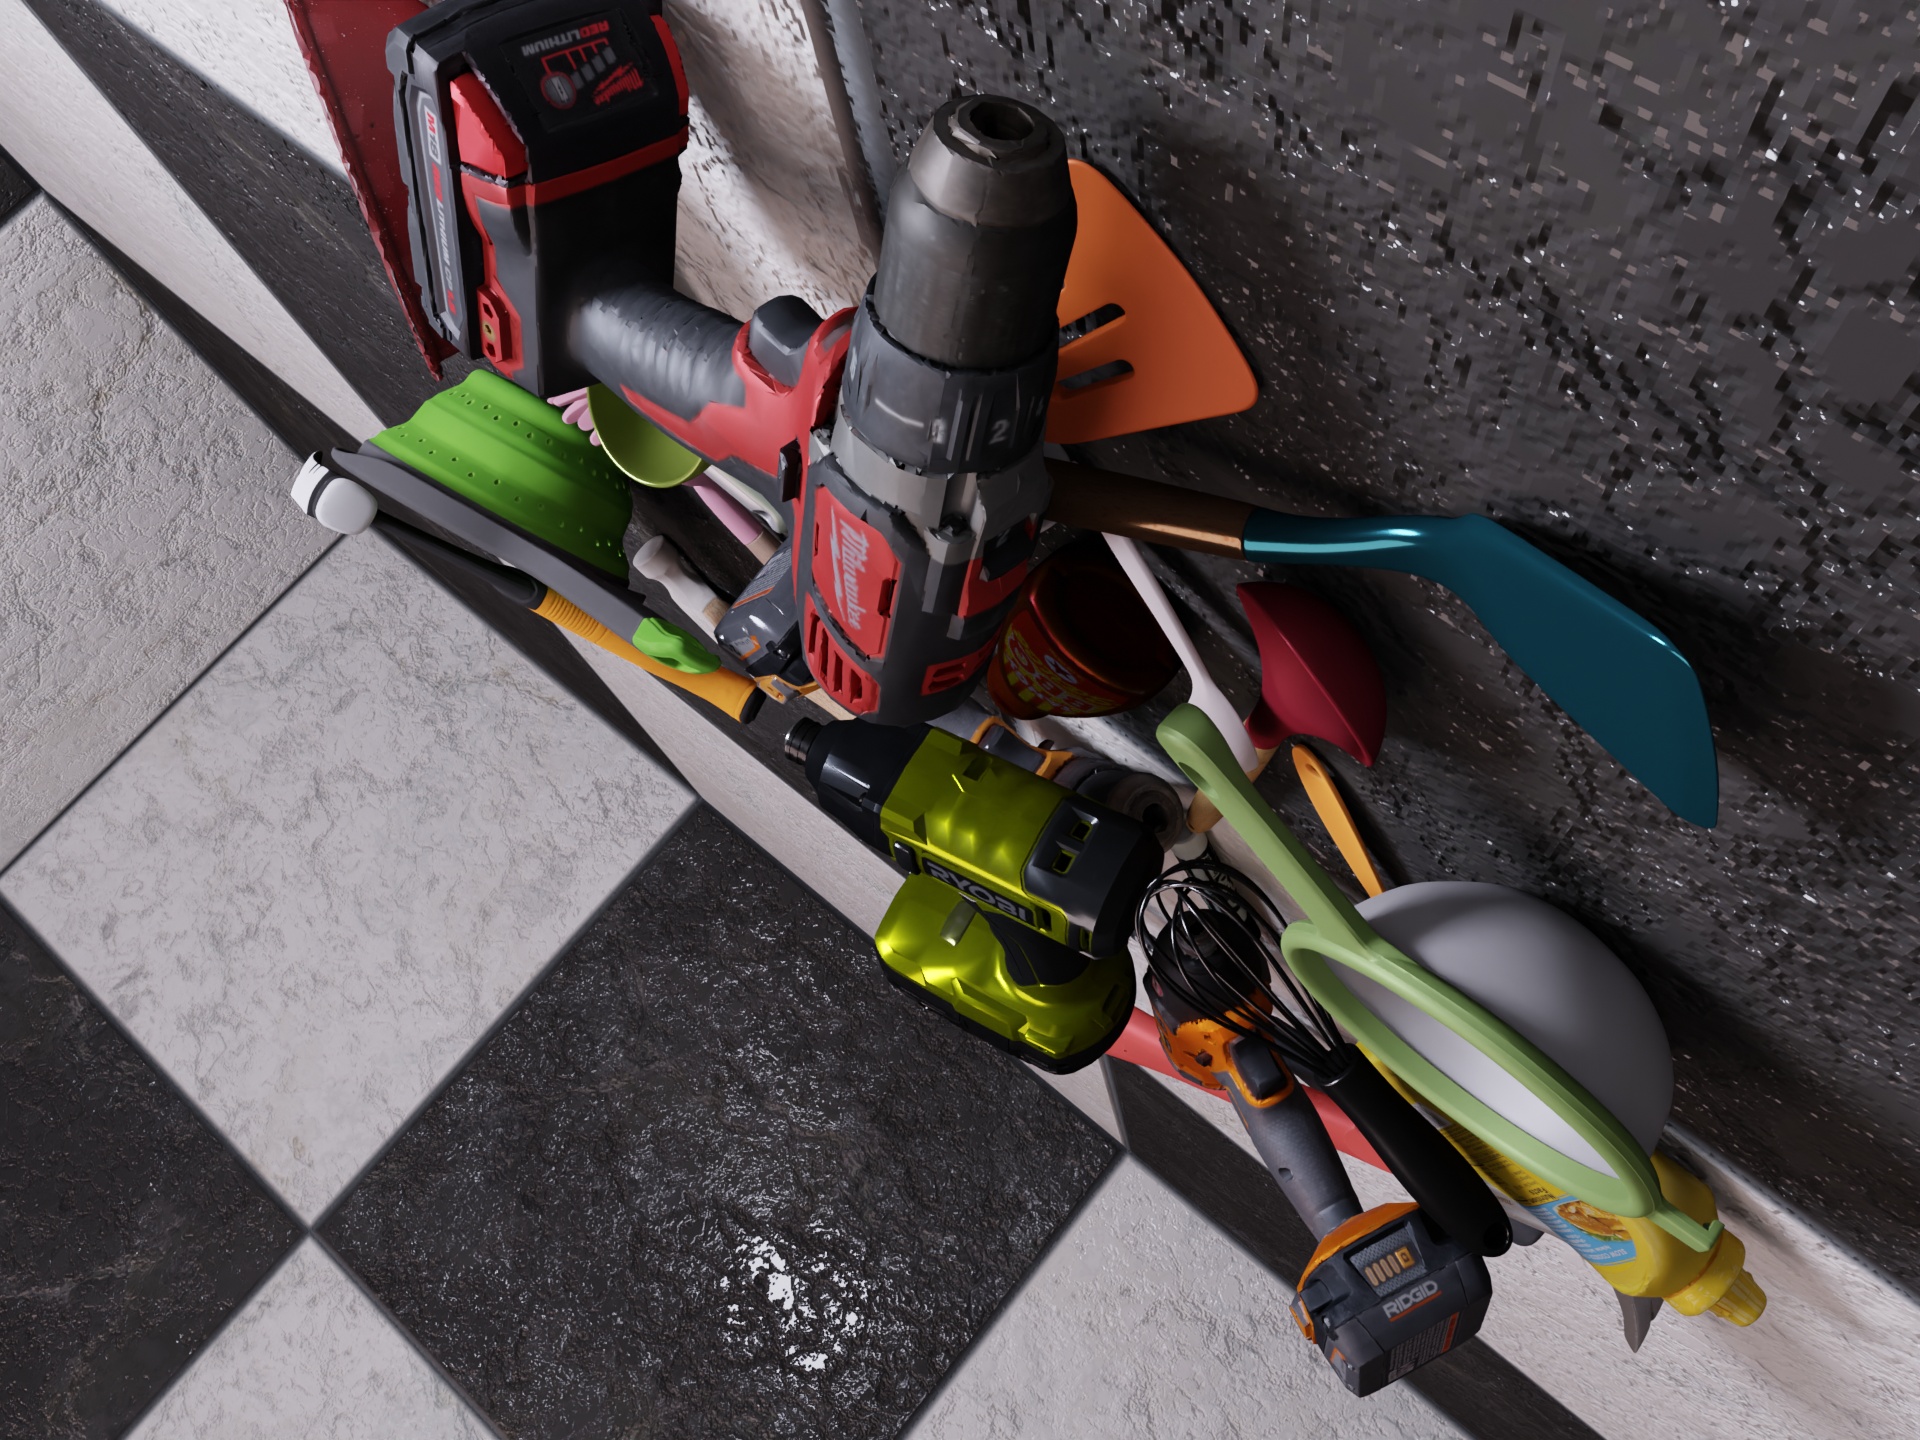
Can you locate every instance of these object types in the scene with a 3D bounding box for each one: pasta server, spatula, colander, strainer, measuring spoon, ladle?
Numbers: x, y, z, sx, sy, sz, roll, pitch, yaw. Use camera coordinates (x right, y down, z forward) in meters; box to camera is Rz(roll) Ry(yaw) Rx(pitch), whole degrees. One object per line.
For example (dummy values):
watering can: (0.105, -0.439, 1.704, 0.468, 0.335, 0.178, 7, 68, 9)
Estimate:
pasta server: (-0.105, -0.082, 0.913, 0.316, 0.040, 0.060, 46, 173, -26)
spatula: (0.055, -0.050, 0.449, 0.318, 0.044, 0.082, 19, 161, 36)
colander: (-0.225, -0.125, 0.924, 0.204, 0.094, 0.397, 29, -179, -41)
spatula: (-0.016, -0.121, 0.539, 0.081, 0.041, 0.323, 46, 171, -22)
strainer: (0.160, 0.066, 0.540, 0.256, 0.069, 0.152, 47, 170, -25)
measuring spoon: (0.065, -0.032, 0.545, 0.124, 0.018, 0.034, 58, 176, -10)
ladle: (0.111, 0.012, 0.604, 0.069, 0.031, 0.315, 56, 173, 12)
measuring spoon: (0.157, 0.046, 0.630, 0.021, 0.011, 0.116, 34, 164, 53)
ladle: (-0.147, -0.195, 0.602, 0.078, 0.062, 0.320, 37, 165, 20)

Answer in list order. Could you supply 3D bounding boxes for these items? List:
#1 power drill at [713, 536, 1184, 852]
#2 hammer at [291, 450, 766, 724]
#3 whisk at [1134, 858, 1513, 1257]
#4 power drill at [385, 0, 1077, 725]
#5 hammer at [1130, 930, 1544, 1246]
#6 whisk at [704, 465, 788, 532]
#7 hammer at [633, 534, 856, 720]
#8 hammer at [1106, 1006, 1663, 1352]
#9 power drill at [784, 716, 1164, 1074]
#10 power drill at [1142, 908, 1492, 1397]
power drill: (-0.001, -0.003, 0.783, 0.226, 0.084, 0.185, 40, 167, -14)
hammer: (-0.271, -0.078, 1.044, 0.336, 0.034, 0.127, 28, 180, -34)
whisk: (0.155, 0.146, 0.657, 0.238, 0.055, 0.055, 47, 167, -15)
power drill: (-0.061, -0.123, 0.442, 0.227, 0.080, 0.187, 43, 147, 20)
hammer: (0.176, 0.178, 0.977, 0.409, 0.036, 0.149, 35, 166, 23)
whisk: (-0.174, -0.174, 0.773, 0.246, 0.059, 0.058, 39, 168, -11)
hammer: (-0.120, -0.042, 1.055, 0.130, 0.031, 0.332, 47, 172, -31)
hammer: (0.215, 0.234, 0.908, 0.359, 0.037, 0.149, 14, 143, 49)
power drill: (0.009, 0.079, 0.750, 0.171, 0.080, 0.223, 24, 157, 19)
power drill: (0.162, 0.198, 0.778, 0.227, 0.084, 0.164, 60, 176, 33)
